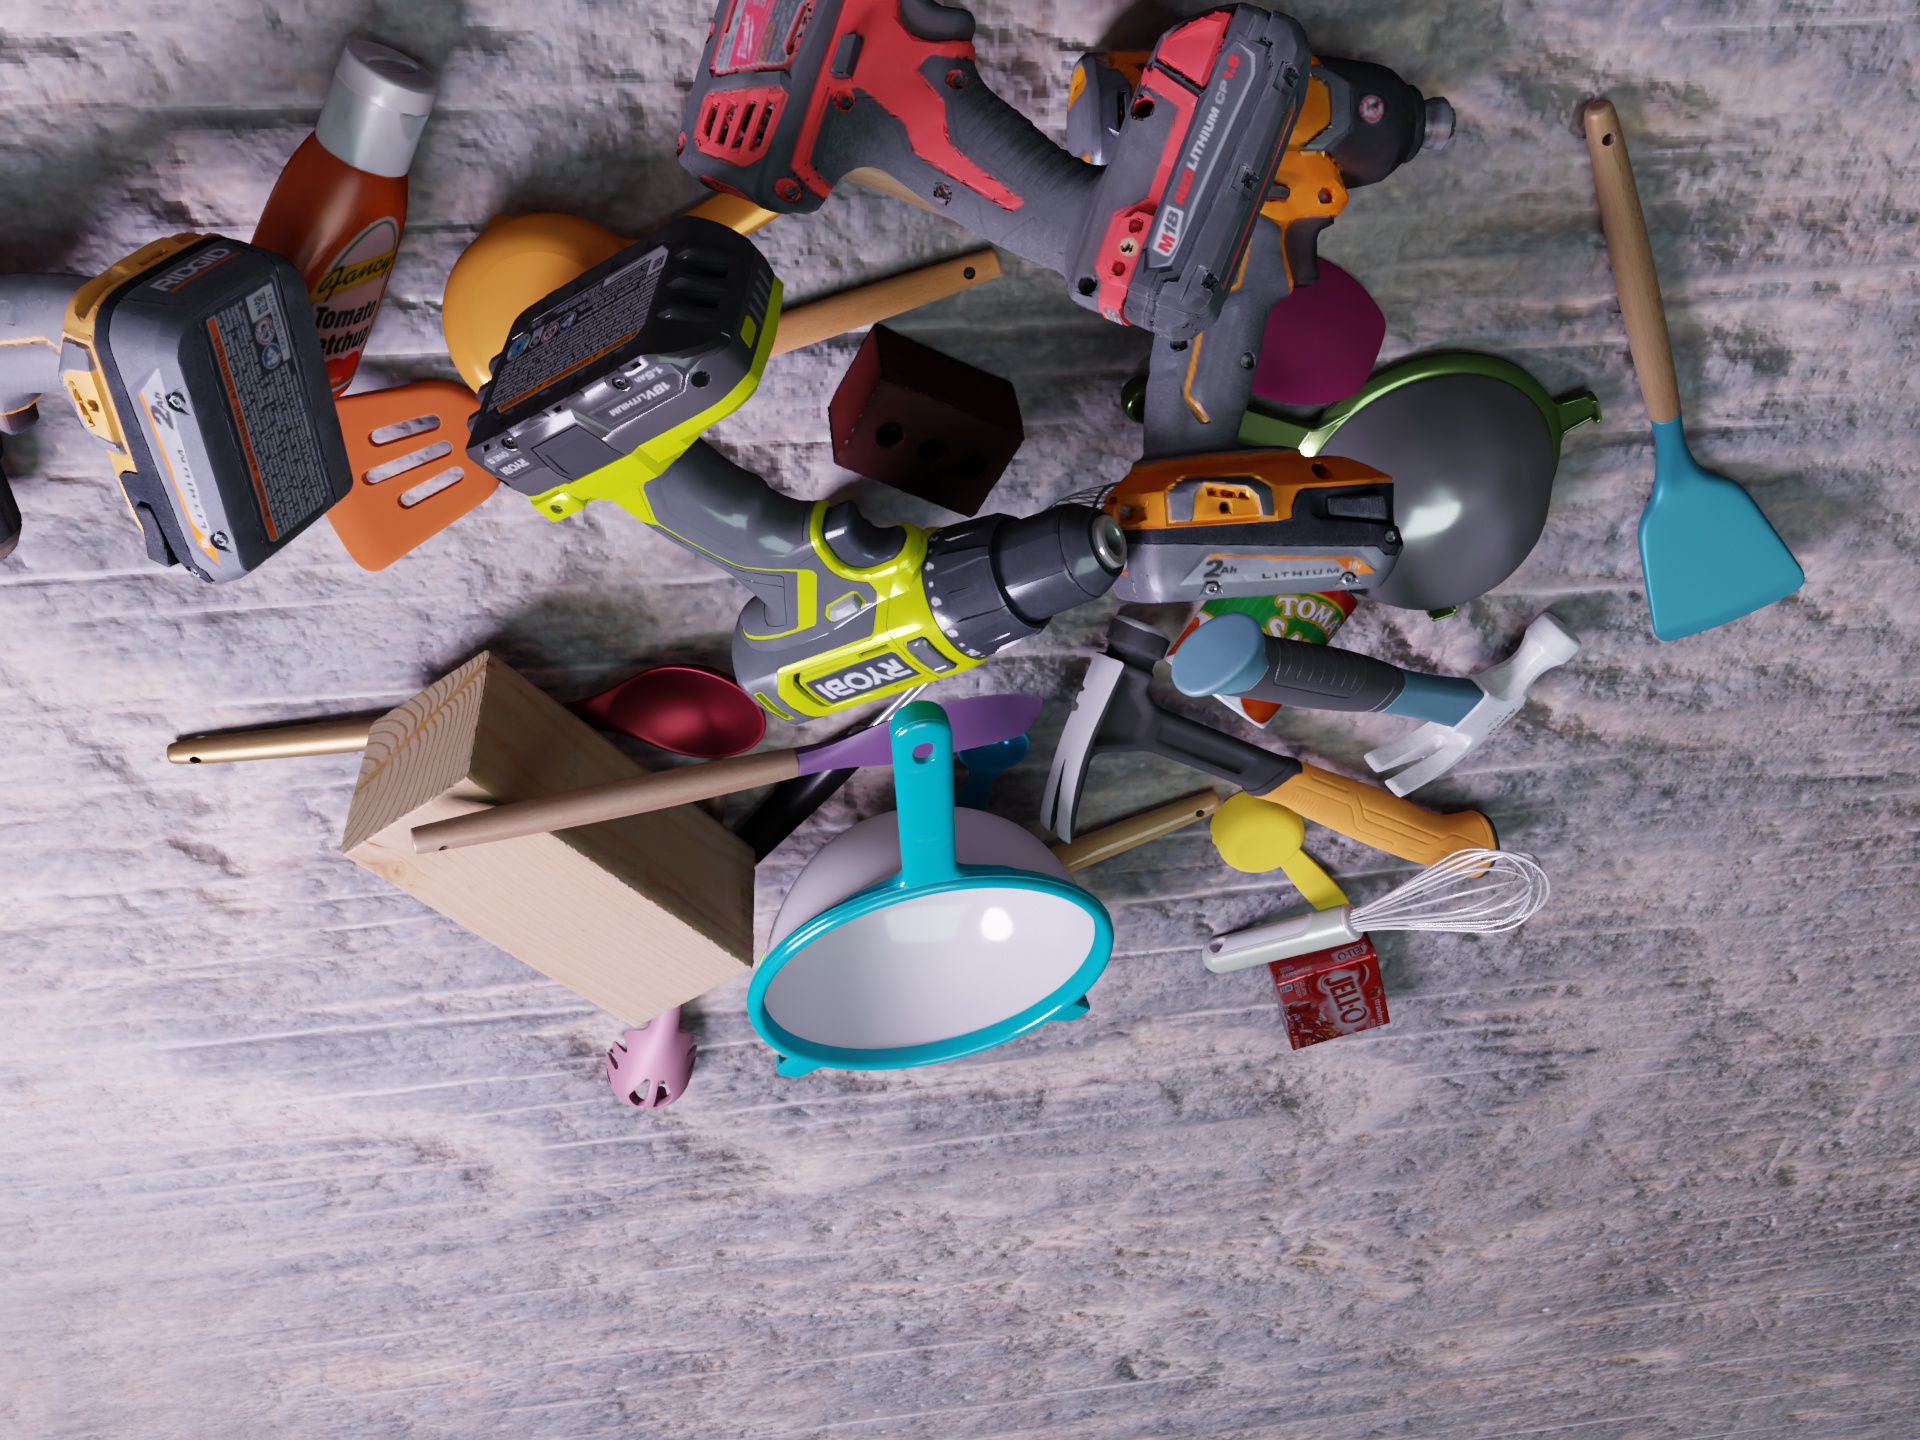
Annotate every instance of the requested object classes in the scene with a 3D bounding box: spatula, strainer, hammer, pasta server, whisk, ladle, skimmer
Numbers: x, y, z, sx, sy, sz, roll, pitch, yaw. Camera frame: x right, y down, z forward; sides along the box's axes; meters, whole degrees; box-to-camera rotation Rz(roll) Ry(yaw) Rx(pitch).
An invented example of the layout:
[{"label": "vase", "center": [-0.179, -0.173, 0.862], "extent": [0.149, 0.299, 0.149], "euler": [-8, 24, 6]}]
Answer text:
[{"label": "spatula", "center": [-0.105, 0.025, 0.780], "extent": [0.316, 0.018, 0.059], "euler": [-12, 154, -19]}, {"label": "strainer", "center": [0.199, -0.118, 0.800], "extent": [0.256, 0.069, 0.151], "euler": [12, 129, -23]}, {"label": "strainer", "center": [-0.025, 0.074, 0.872], "extent": [0.211, 0.095, 0.340], "euler": [-10, 142, -7]}, {"label": "hammer", "center": [0.214, -0.019, 0.828], "extent": [0.330, 0.033, 0.128], "euler": [6, 130, -50]}, {"label": "spatula", "center": [0.358, -0.169, 0.802], "extent": [0.082, 0.044, 0.317], "euler": [-23, 131, 15]}, {"label": "pasta server", "center": [-0.177, 0.144, 1.001], "extent": [0.060, 0.040, 0.316], "euler": [6, 127, -16]}, {"label": "whisk", "center": [0.255, 0.126, 1.011], "extent": [0.246, 0.058, 0.059], "euler": [-23, 118, 39]}, {"label": "ladle", "center": [-0.262, 0.004, 0.853], "extent": [0.315, 0.031, 0.069], "euler": [-5, 134, -4]}, {"label": "spatula", "center": [-0.136, -0.155, 0.720], "extent": [0.322, 0.041, 0.081], "euler": [-18, 111, 3]}, {"label": "hammer", "center": [0.201, 0.048, 0.953], "extent": [0.336, 0.034, 0.127], "euler": [19, 95, -30]}, {"label": "skimmer", "center": [-0.001, -0.003, 0.853], "extent": [0.363, 0.090, 0.127], "euler": [-43, 155, 28]}]

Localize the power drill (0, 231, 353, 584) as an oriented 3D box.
[{"label": "power drill", "center": [-0.363, -0.122, 0.637], "extent": [0.226, 0.084, 0.185], "euler": [16, 132, 14]}]

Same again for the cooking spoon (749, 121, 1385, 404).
[{"label": "cooking spoon", "center": [0.056, -0.212, 0.714], "extent": [0.318, 0.017, 0.068], "euler": [15, 105, -19]}]

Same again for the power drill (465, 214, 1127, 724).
[{"label": "power drill", "center": [-0.061, -0.089, 0.646], "extent": [0.190, 0.080, 0.228], "euler": [-17, 140, 33]}]

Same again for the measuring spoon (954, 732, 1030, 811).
[{"label": "measuring spoon", "center": [0.007, 0.036, 0.946], "extent": [0.042, 0.021, 0.128], "euler": [5, 140, -16]}]

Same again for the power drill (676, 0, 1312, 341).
[{"label": "power drill", "center": [0.012, -0.239, 0.596], "extent": [0.220, 0.078, 0.143], "euler": [22, 102, 8]}]

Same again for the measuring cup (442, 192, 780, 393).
[{"label": "measuring cup", "center": [-0.137, -0.189, 0.669], "extent": [0.173, 0.052, 0.095], "euler": [-28, 110, 5]}]

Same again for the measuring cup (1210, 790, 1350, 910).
[{"label": "measuring cup", "center": [0.218, 0.099, 1.029], "extent": [0.062, 0.029, 0.156], "euler": [-33, 127, 19]}]

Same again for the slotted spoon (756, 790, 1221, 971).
[{"label": "slotted spoon", "center": [0.016, 0.108, 1.002], "extent": [0.314, 0.031, 0.070], "euler": [-22, 122, 7]}]

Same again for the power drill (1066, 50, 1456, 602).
[{"label": "power drill", "center": [0.133, -0.169, 0.679], "extent": [0.164, 0.084, 0.226], "euler": [-5, 98, -6]}]
